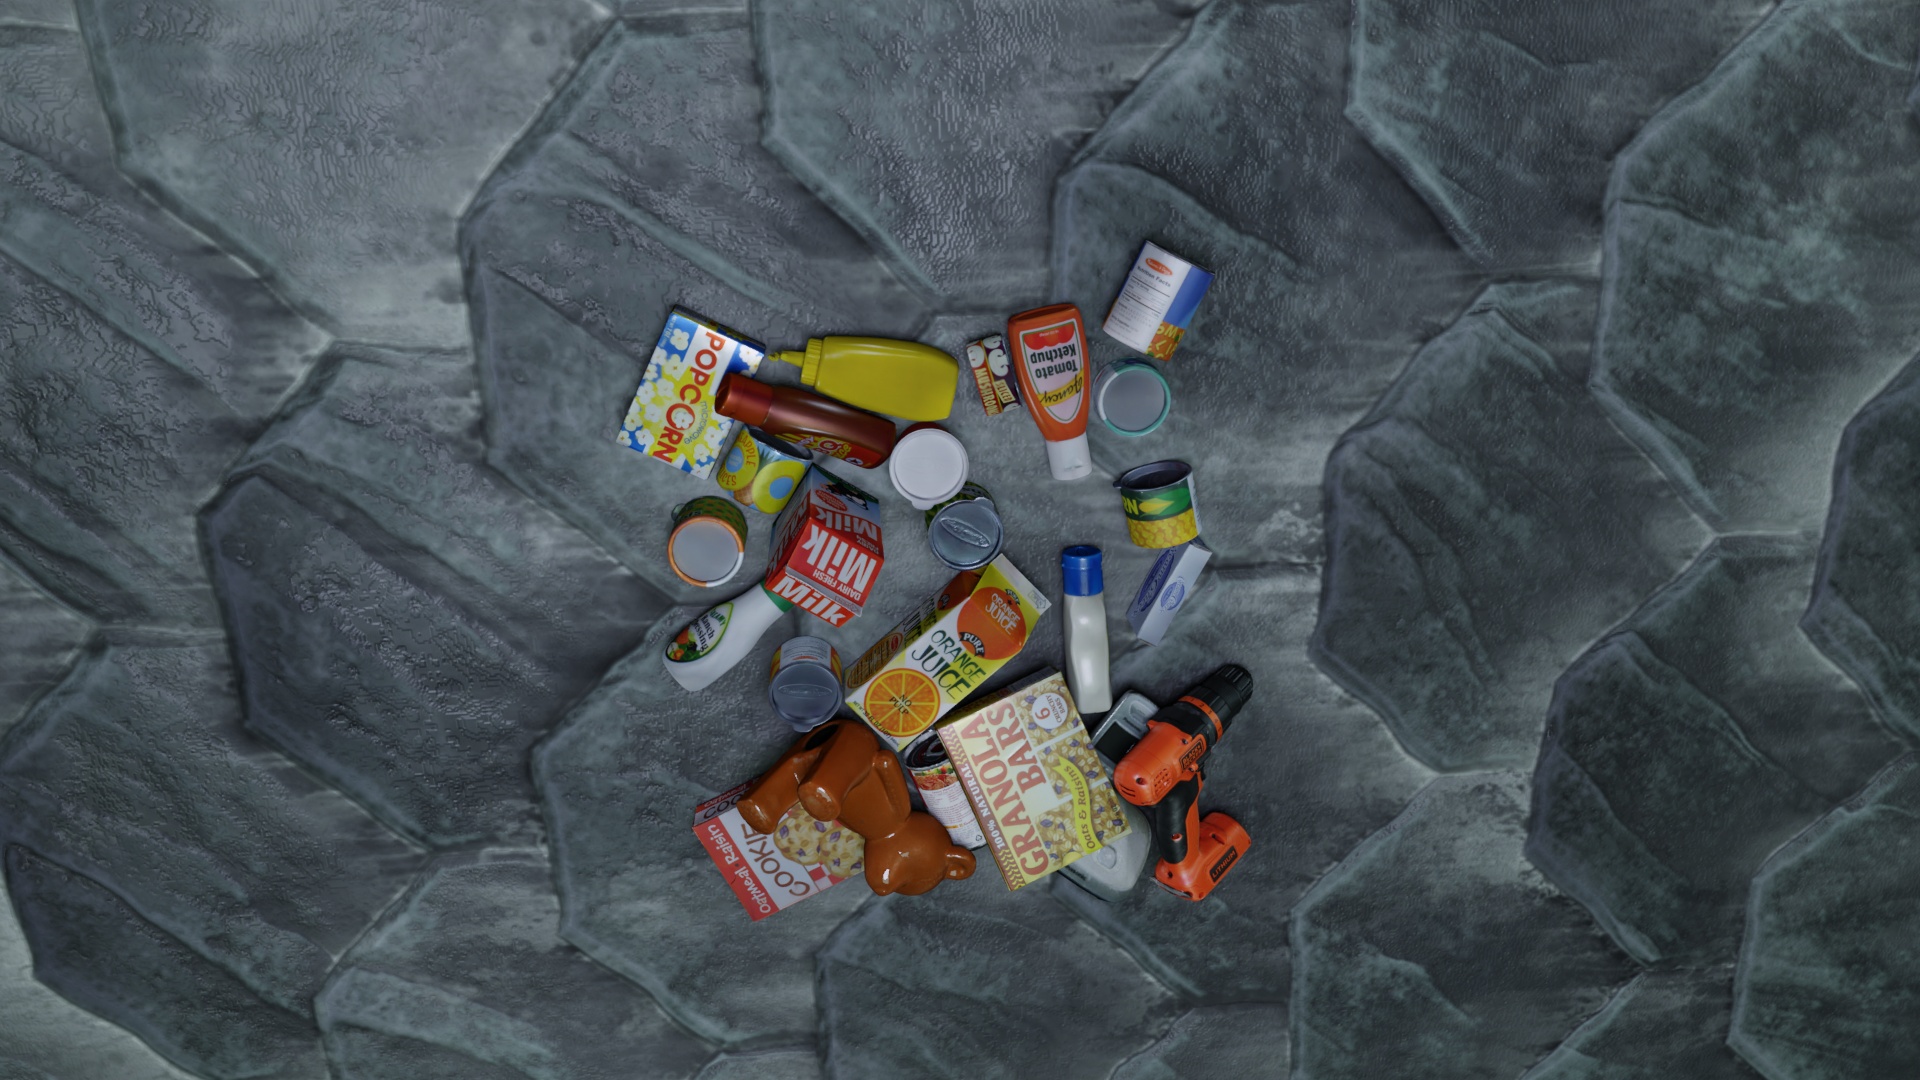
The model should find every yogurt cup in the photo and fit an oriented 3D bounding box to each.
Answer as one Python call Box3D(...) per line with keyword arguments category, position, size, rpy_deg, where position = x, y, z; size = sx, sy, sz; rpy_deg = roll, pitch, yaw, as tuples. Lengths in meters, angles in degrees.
Box3D(category="yogurt cup", position=(-0.029, -0.071, 1.210), size=(0.072, 0.054, 0.072), rpy_deg=(-2, 110, -5))

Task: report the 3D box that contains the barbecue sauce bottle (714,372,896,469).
Box3D(category="barbecue sauce bottle", position=(-0.131, -0.102, 1.168), size=(0.148, 0.064, 0.044), rpy_deg=(18, 74, -26))

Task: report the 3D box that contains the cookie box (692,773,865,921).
Box3D(category="cookie box", position=(-0.153, 0.276, 1.329), size=(0.167, 0.040, 0.122), rpy_deg=(-26, 110, 4))

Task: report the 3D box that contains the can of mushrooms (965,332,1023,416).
Box3D(category="can of mushrooms", position=(0.029, -0.139, 1.182), size=(0.033, 0.071, 0.070), rpy_deg=(-16, 110, 3))

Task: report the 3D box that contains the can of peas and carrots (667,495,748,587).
Box3D(category="can of peas and carrots", position=(-0.223, -0.001, 1.215), size=(0.071, 0.059, 0.070), rpy_deg=(-2, 109, -5))

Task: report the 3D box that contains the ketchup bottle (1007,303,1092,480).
Box3D(category="ketchup bottle", position=(0.084, -0.127, 1.206), size=(0.065, 0.044, 0.148), rpy_deg=(-14, 111, -3))

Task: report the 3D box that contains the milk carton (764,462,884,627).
Box3D(category="milk carton", position=(-0.113, 0.008, 1.158), size=(0.072, 0.191, 0.073), rpy_deg=(31, 105, -14))

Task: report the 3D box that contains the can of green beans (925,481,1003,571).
Box3D(category="can of green beans", position=(0.003, -0.014, 1.231), size=(0.071, 0.058, 0.071), rpy_deg=(-2, 110, -4))

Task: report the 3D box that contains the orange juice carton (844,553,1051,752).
Box3D(category="orange juice carton", position=(-0.012, 0.096, 1.261), size=(0.192, 0.073, 0.071), rpy_deg=(-40, 107, 9))

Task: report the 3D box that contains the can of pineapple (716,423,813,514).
Box3D(category="can of pineapple", position=(-0.170, -0.063, 1.193), size=(0.071, 0.071, 0.057), rpy_deg=(27, 106, -14))

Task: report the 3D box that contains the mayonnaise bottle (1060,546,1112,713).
Box3D(category="mayonnaise bottle", position=(0.115, 0.080, 1.274), size=(0.041, 0.065, 0.147), rpy_deg=(-5, 106, -3))

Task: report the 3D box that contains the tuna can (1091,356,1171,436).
Box3D(category="tuna can", position=(0.152, -0.125, 1.218), size=(0.071, 0.033, 0.070), rpy_deg=(-1, 110, -4))

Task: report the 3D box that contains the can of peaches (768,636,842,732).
Box3D(category="can of peaches", position=(-0.142, 0.130, 1.269), size=(0.071, 0.058, 0.071), rpy_deg=(-2, 110, -5))

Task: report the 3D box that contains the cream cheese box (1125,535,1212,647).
Box3D(category="cream cheese box", position=(0.189, 0.041, 1.270), size=(0.024, 0.053, 0.103), rpy_deg=(24, 106, -15))

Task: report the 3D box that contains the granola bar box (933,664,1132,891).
Box3D(category="granola bar box", position=(0.065, 0.214, 1.255), size=(0.124, 0.039, 0.165), rpy_deg=(-25, 95, -5))

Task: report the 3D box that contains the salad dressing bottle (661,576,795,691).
Box3D(category="salad dressing bottle", position=(-0.197, 0.073, 1.245), size=(0.147, 0.064, 0.044), rpy_deg=(-39, 127, 0))

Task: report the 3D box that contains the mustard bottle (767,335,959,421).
Box3D(category="mustard bottle", position=(-0.084, -0.145, 1.182), size=(0.160, 0.049, 0.065), rpy_deg=(11, 108, -8))

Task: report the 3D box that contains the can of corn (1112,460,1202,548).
Box3D(category="can of corn", position=(0.176, -0.031, 1.236), size=(0.071, 0.071, 0.058), rpy_deg=(-15, 111, 0))

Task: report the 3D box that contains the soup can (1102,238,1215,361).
Box3D(category="soup can", position=(0.168, -0.203, 1.177), size=(0.071, 0.071, 0.083), rpy_deg=(23, 107, -12))

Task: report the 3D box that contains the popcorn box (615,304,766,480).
Box3D(category="popcorn box", position=(-0.229, -0.125, 1.181), size=(0.085, 0.038, 0.126), rpy_deg=(24, 106, -14))
